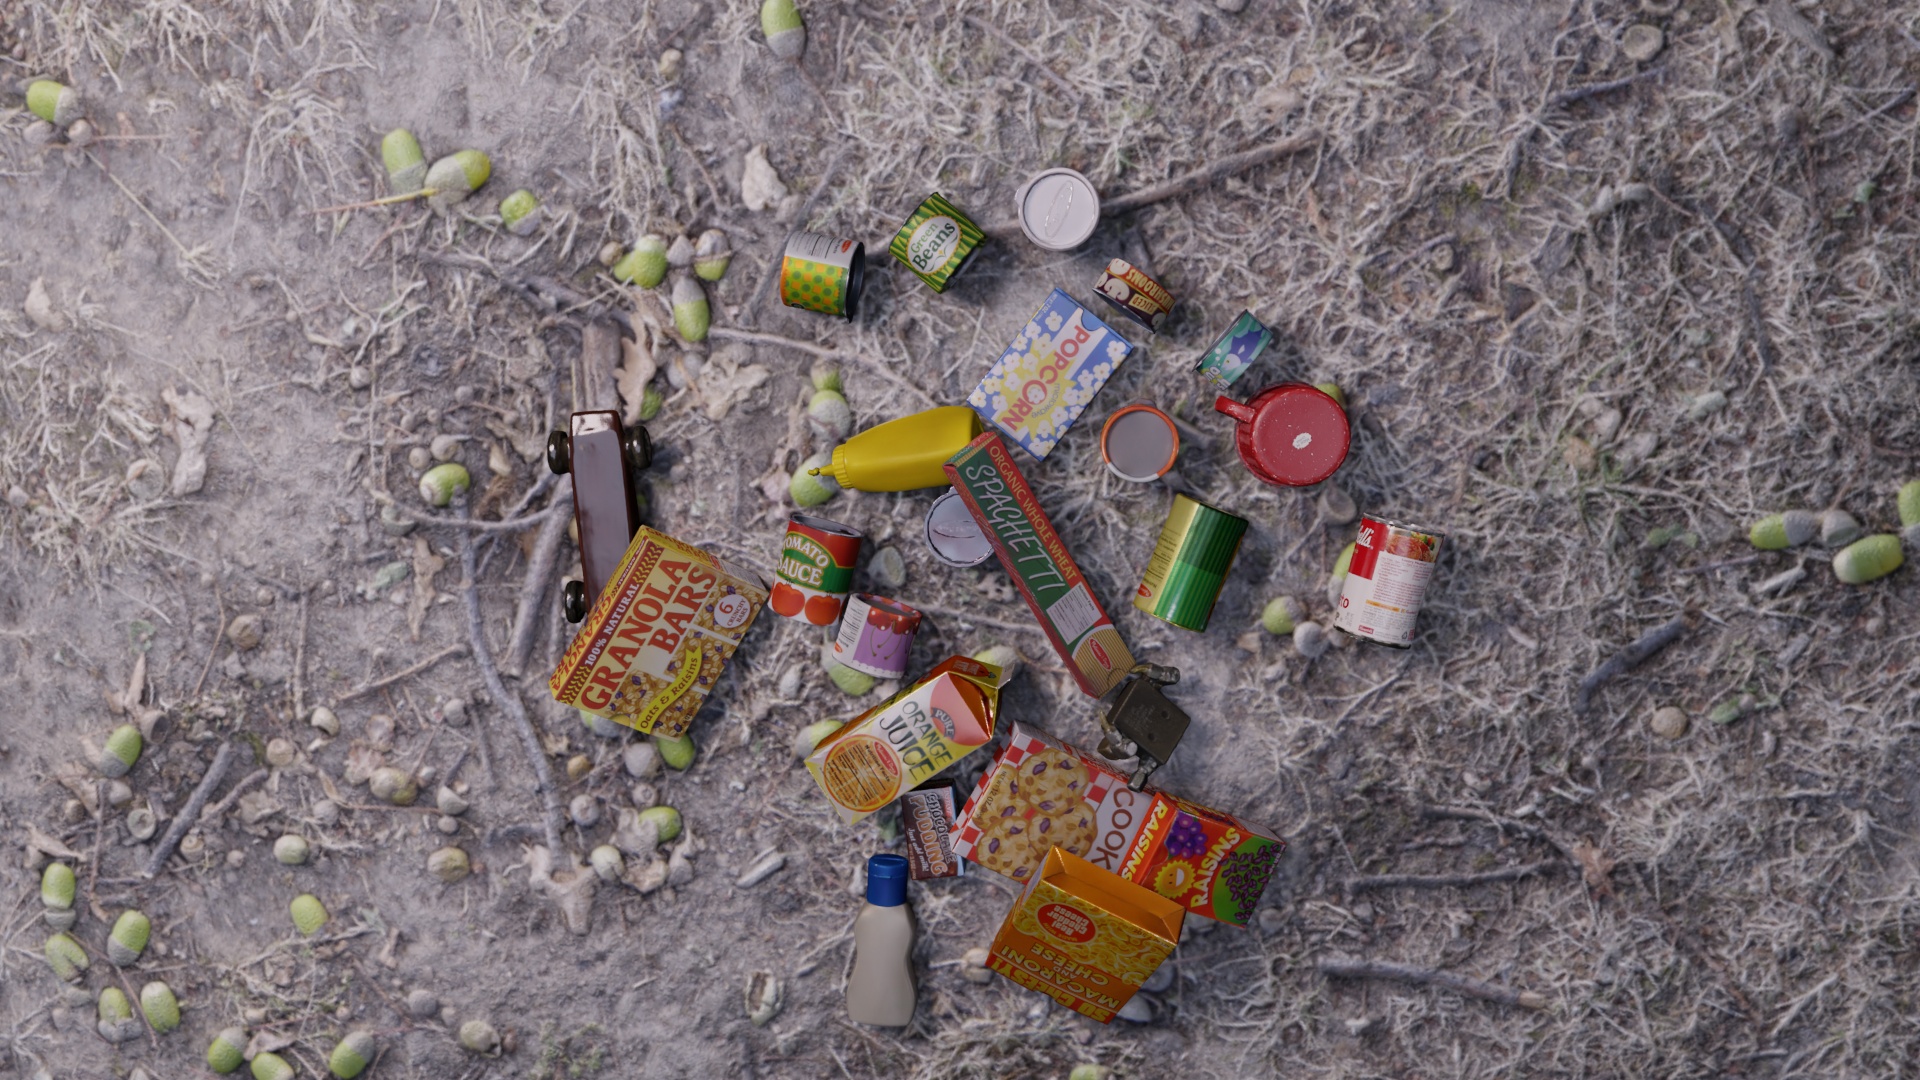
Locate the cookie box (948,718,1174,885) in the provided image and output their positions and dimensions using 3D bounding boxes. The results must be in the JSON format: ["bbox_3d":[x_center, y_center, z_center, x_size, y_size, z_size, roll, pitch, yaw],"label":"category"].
[{"bbox_3d":[0.093,0.247,1.210,0.167,0.040,0.122,27,98,-9],"label":"cookie box"}]

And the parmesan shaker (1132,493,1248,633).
[{"bbox_3d":[0.197,0.019,1.180,0.071,0.071,0.103,22,97,3],"label":"parmesan shaker"}]

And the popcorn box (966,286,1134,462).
[{"bbox_3d":[0.077,-0.142,1.193,0.085,0.038,0.126,39,98,2],"label":"popcorn box"}]

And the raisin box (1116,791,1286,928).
[{"bbox_3d":[0.207,0.275,1.193,0.123,0.040,0.086,22,98,-24],"label":"raisin box"}]

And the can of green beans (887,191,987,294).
[{"bbox_3d":[-0.019,-0.251,1.178,0.058,0.071,0.071,40,98,0],"label":"can of green beans"}]

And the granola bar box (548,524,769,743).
[{"bbox_3d":[-0.263,0.085,1.215,0.124,0.039,0.165,27,99,-32],"label":"granola bar box"}]

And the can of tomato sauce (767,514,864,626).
[{"bbox_3d":[-0.128,0.026,1.212,0.071,0.071,0.083,16,97,4],"label":"can of tomato sauce"}]

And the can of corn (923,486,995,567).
[{"bbox_3d":[0.004,-0.015,1.201,0.071,0.058,0.071,1,96,6],"label":"can of corn"}]

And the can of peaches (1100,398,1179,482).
[{"bbox_3d":[0.152,-0.085,1.181,0.071,0.058,0.071,1,96,6],"label":"can of peaches"}]

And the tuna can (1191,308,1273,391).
[{"bbox_3d":[0.227,-0.157,1.162,0.033,0.071,0.071,41,98,0],"label":"tuna can"}]

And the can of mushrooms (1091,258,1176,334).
[{"bbox_3d":[0.146,-0.205,1.164,0.071,0.071,0.033,36,96,1],"label":"can of mushrooms"}]

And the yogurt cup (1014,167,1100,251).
[{"bbox_3d":[0.084,-0.276,1.172,0.072,0.054,0.072,1,96,5],"label":"yogurt cup"}]

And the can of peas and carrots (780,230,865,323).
[{"bbox_3d":[-0.118,-0.226,1.190,0.059,0.071,0.071,12,97,5],"label":"can of peas and carrots"}]

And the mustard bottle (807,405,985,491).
[{"bbox_3d":[-0.058,-0.073,1.200,0.160,0.065,0.048,-10,138,20],"label":"mustard bottle"}]

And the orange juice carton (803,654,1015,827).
[{"bbox_3d":[-0.033,0.164,1.214,0.192,0.072,0.073,-33,92,8],"label":"orange juice carton"}]

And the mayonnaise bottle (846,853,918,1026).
[{"bbox_3d":[-0.068,0.359,1.252,0.065,0.041,0.148,3,95,5],"label":"mayonnaise bottle"}]

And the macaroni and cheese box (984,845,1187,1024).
[{"bbox_3d":[0.103,0.341,1.187,0.124,0.040,0.165,25,135,3],"label":"macaroni and cheese box"}]

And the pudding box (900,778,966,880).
[{"bbox_3d":[-0.024,0.258,1.243,0.050,0.030,0.083,-7,95,5],"label":"pudding box"}]

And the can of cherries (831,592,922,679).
[{"bbox_3d":[-0.070,0.083,1.215,0.071,0.071,0.058,18,96,4],"label":"can of cherries"}]

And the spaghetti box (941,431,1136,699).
[{"bbox_3d":[0.068,0.022,1.171,0.050,0.028,0.249,-38,109,-17],"label":"spaghetti box"}]
